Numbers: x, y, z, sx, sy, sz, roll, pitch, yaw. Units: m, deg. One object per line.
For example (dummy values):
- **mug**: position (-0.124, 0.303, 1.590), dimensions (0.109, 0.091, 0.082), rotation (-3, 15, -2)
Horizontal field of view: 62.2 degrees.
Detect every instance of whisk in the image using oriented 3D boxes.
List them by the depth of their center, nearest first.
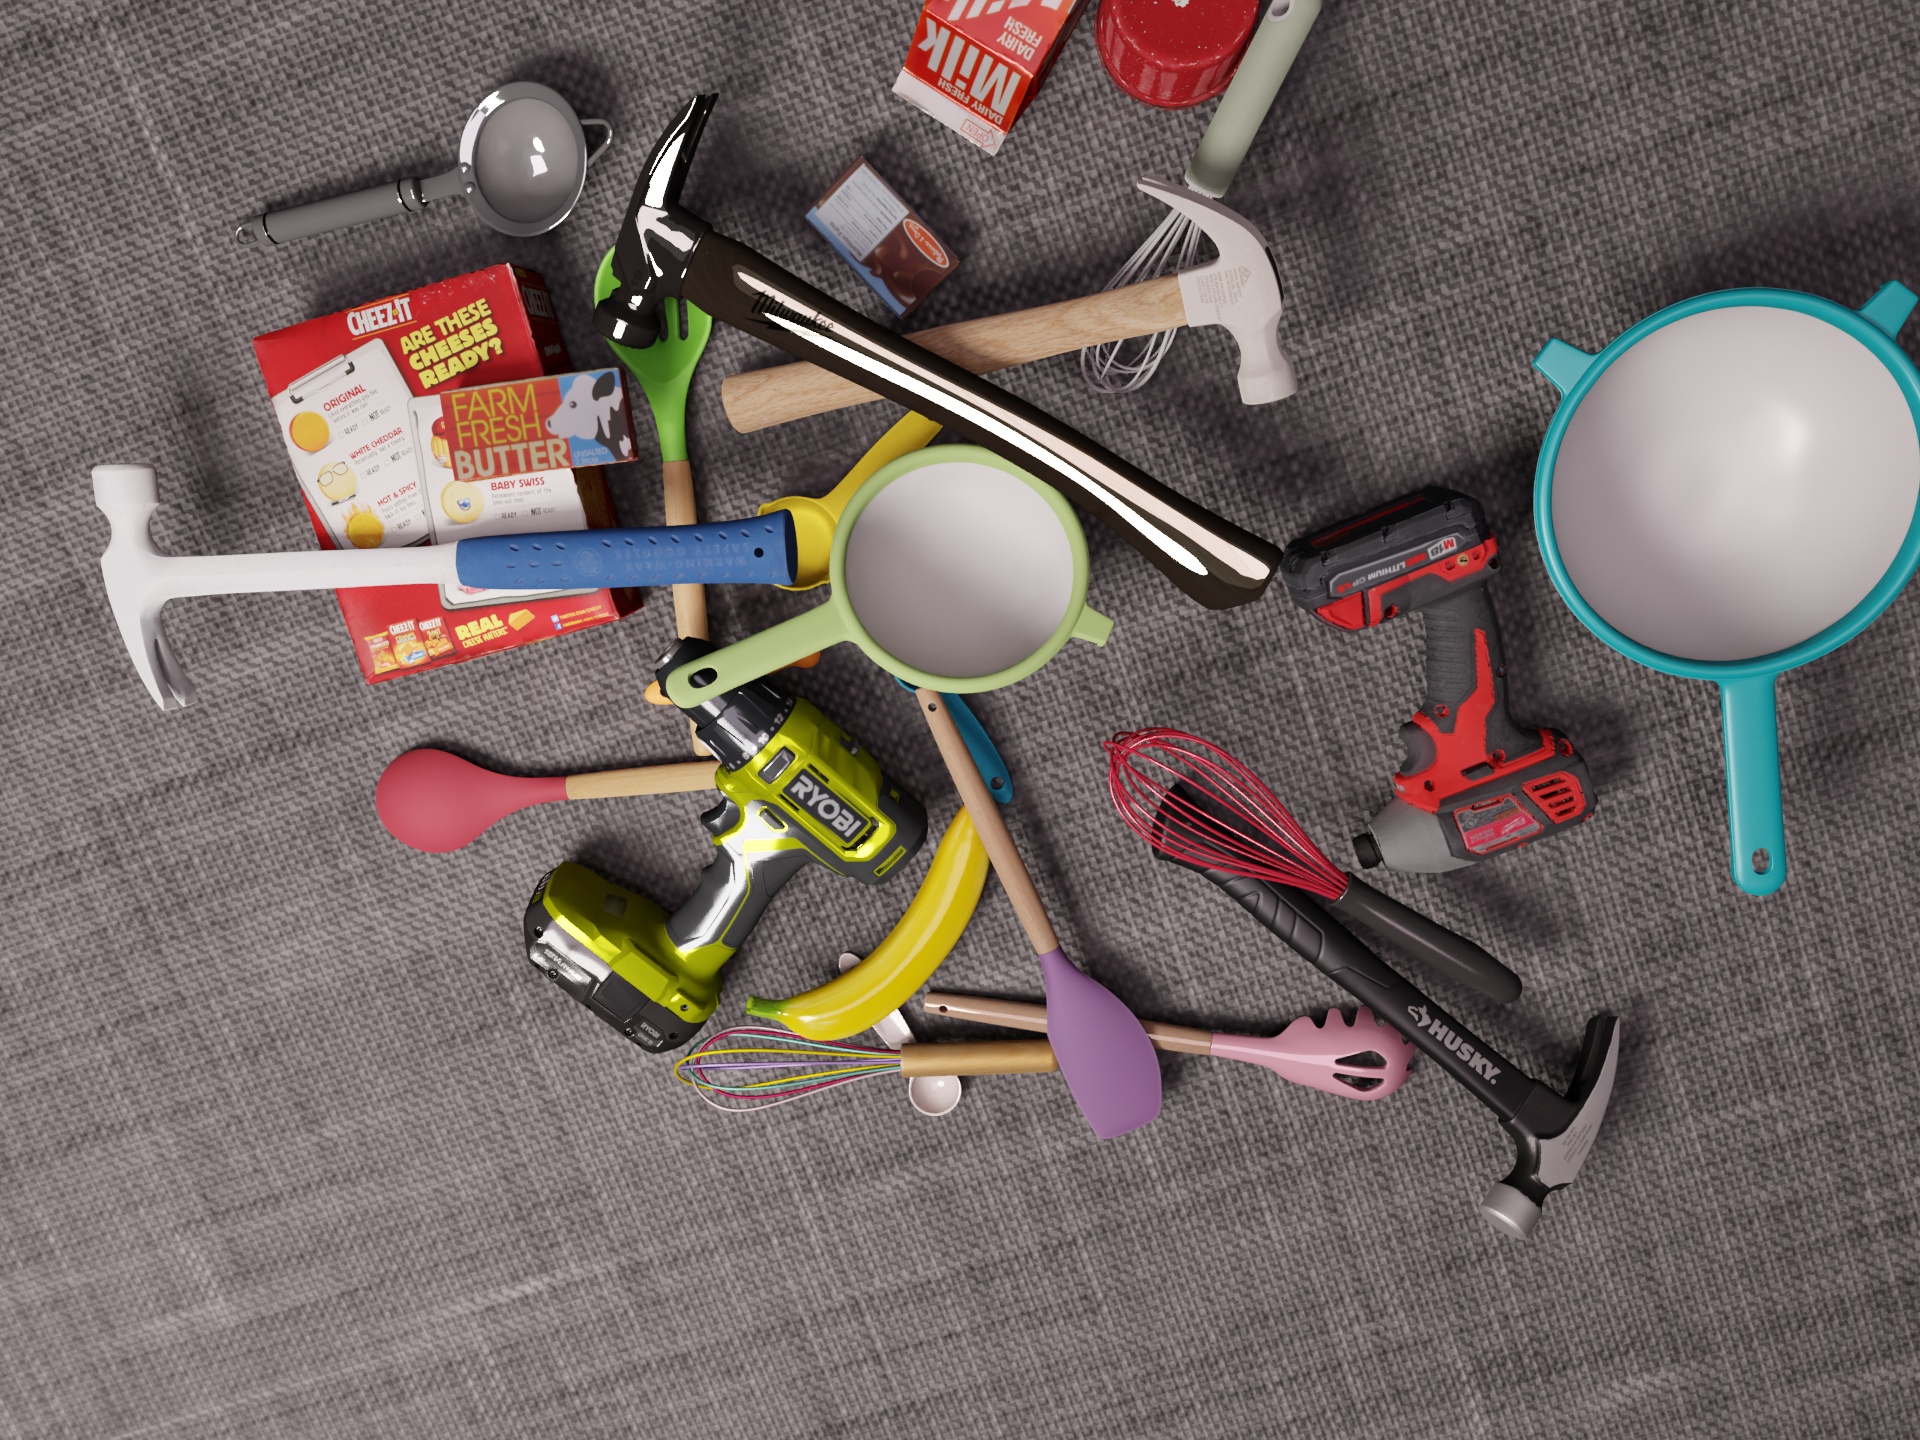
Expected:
- **whisk**: position (0.132, -0.289, 0.882), dimensions (0.059, 0.058, 0.246), rotation (2, 130, -36)
- **whisk**: position (0.209, 0.090, 0.945), dimensions (0.296, 0.073, 0.073), rotation (31, 102, -5)
- **whisk**: position (-0.059, 0.219, 1.016), dimensions (0.245, 0.051, 0.047), rotation (-2, 112, -2)

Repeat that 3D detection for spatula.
- **spatula**: position (0.046, 0.119, 0.988), dimensions (0.060, 0.018, 0.316), rotation (-25, 99, 6)

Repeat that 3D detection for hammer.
- **hammer**: position (-0.002, -0.188, 0.884), dimensions (0.410, 0.038, 0.146), rotation (29, 118, 0)
- **hammer**: position (0.015, -0.216, 0.903), dimensions (0.331, 0.031, 0.130), rotation (-8, 112, 19)
- **hammer**: position (-0.295, -0.084, 0.910), dimensions (0.405, 0.035, 0.144), rotation (-2, 100, 6)
- **hammer**: position (0.255, 0.155, 0.983), dimensions (0.335, 0.035, 0.146), rotation (39, 75, 2)

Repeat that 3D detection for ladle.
- **ladle**: position (-0.223, 0.041, 1.013), dimensions (0.315, 0.031, 0.069), rotation (-5, 101, 3)

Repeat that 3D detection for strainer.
- **strainer**: position (0.435, -0.073, 0.912), dimensions (0.211, 0.095, 0.340), rotation (-8, 103, 8)
- **strainer**: position (-0.049, -0.061, 0.936), dimensions (0.256, 0.069, 0.151), rotation (-24, 79, -7)
- **strainer**: position (-0.316, -0.315, 0.941), dimensions (0.258, 0.050, 0.087), rotation (-9, 95, 11)

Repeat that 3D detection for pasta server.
- **pasta server**: position (0.134, 0.201, 1.022), dimensions (0.316, 0.040, 0.060), rotation (7, 102, 6)

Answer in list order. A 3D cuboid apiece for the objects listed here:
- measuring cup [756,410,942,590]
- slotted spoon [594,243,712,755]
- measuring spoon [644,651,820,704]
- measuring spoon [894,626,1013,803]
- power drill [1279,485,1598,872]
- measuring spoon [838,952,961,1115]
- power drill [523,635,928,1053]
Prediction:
- **measuring cup**: position (-0.064, -0.142, 0.971), dimensions (0.156, 0.029, 0.062), rotation (-43, 96, -1)
- **slotted spoon**: position (-0.173, -0.132, 0.970), dimensions (0.070, 0.031, 0.313), rotation (-4, 101, 5)
- **measuring spoon**: position (-0.144, -0.029, 0.999), dimensions (0.117, 0.011, 0.021), rotation (-15, 100, 7)
- **measuring spoon**: position (-0.002, -0.003, 0.997), dimensions (0.042, 0.021, 0.128), rotation (-29, 107, 4)
- **power drill**: position (0.275, -0.015, 0.945), dimensions (0.143, 0.078, 0.219), rotation (-22, 102, 8)
- **measuring spoon**: position (-0.042, 0.203, 1.041), dimensions (0.034, 0.018, 0.124), rotation (-34, 90, 2)
- **power drill**: position (-0.160, 0.075, 0.974), dimensions (0.190, 0.080, 0.228), rotation (41, 103, -16)
